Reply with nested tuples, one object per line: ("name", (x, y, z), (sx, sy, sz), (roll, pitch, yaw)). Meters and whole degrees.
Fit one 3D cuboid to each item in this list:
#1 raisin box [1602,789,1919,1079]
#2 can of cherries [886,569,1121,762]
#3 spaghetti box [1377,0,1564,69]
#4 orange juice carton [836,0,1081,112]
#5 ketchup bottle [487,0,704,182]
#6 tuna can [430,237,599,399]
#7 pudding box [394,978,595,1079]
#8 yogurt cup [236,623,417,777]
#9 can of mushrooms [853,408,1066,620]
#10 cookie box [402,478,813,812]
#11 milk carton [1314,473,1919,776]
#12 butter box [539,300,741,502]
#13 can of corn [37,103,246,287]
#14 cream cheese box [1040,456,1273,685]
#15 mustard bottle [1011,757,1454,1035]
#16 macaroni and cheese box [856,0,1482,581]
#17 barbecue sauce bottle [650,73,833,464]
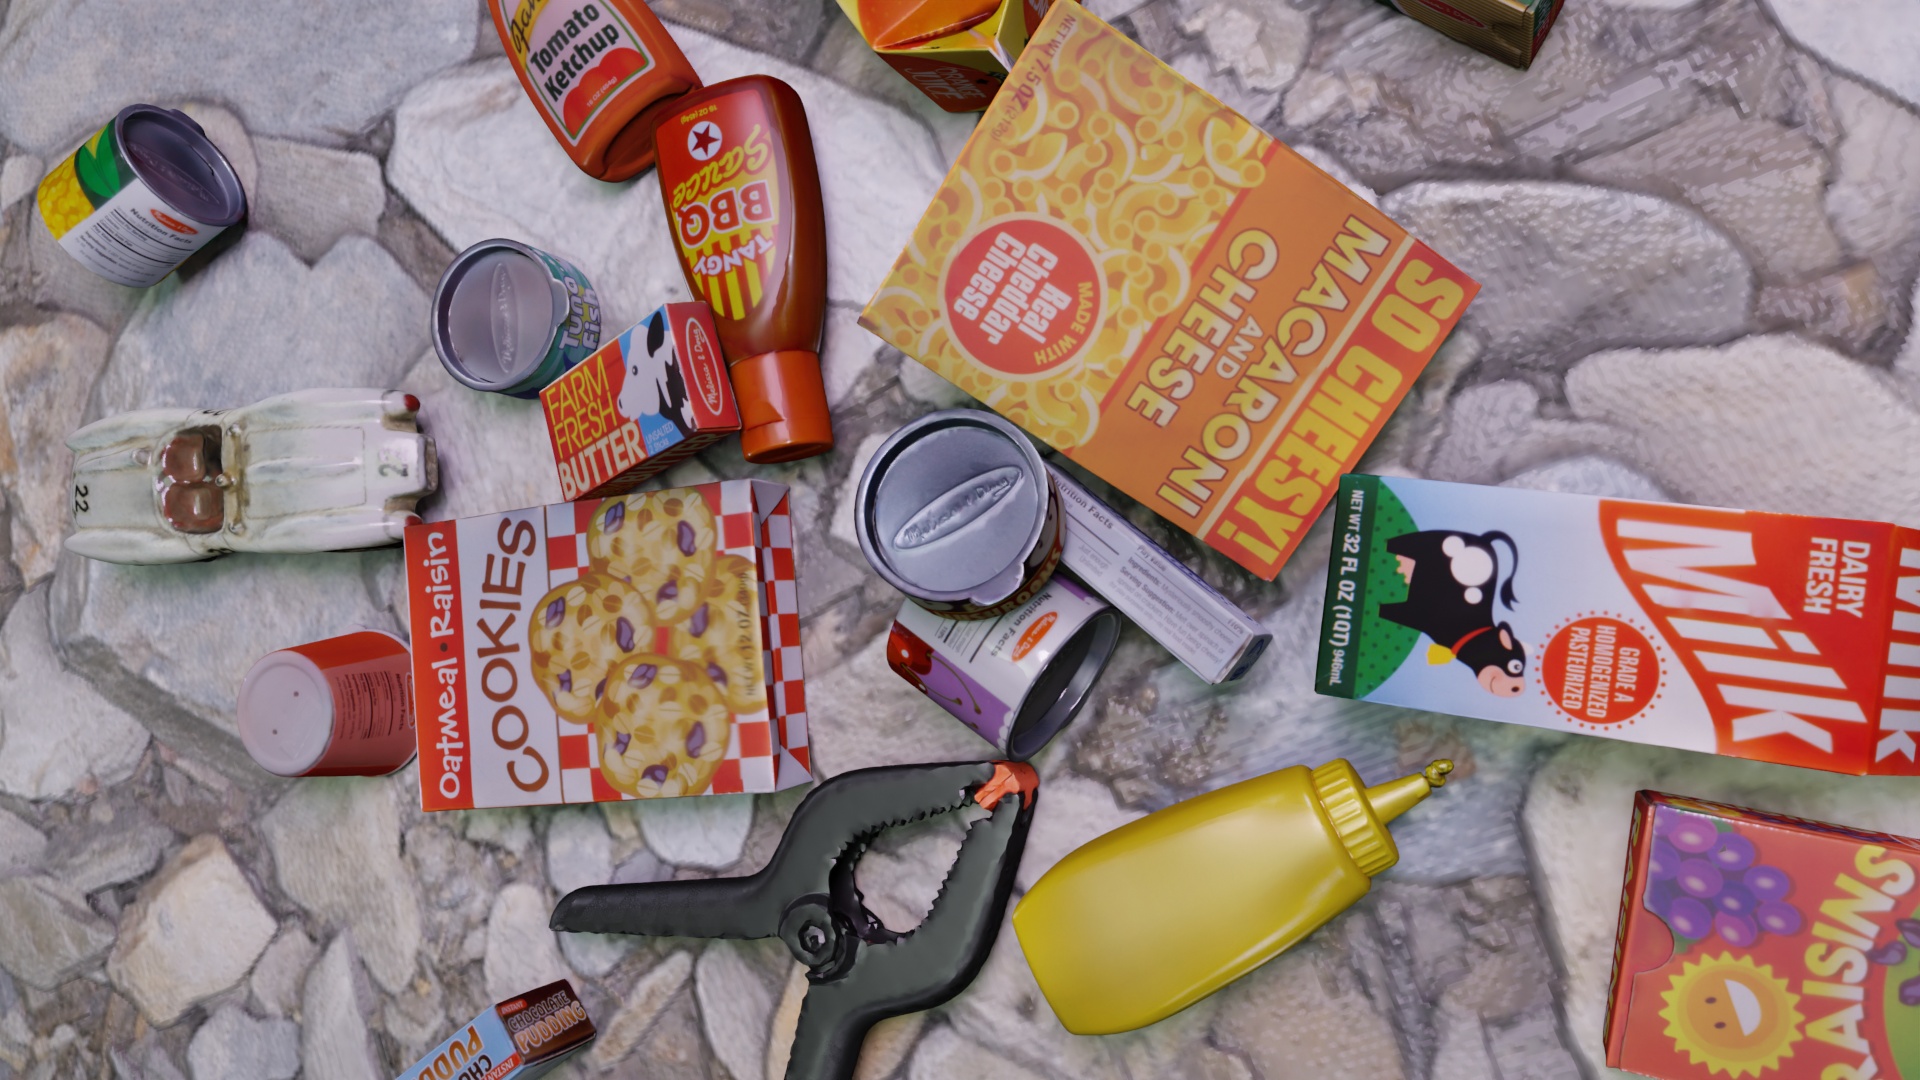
("raisin box", (0.268, 0.131, 0.423), (0.123, 0.040, 0.086), (8, 91, 21))
("can of cherries", (0.016, 0.038, 0.505), (0.058, 0.071, 0.071), (34, 99, 22))
("spaghetti box", (0.097, -0.242, 0.497), (0.250, 0.050, 0.028), (34, 97, 18))
("orange juice carton", (-0.021, -0.236, 0.528), (0.073, 0.072, 0.193), (-37, 76, 15))
("ketchup bottle", (-0.172, -0.227, 0.597), (0.064, 0.043, 0.149), (-39, 75, 14))
("tuna can", (-0.190, -0.096, 0.602), (0.071, 0.033, 0.071), (-1, 87, 20))
("pudding box", (-0.202, 0.223, 0.582), (0.083, 0.050, 0.030), (-39, 74, 14))
("yogurt cup", (-0.278, 0.074, 0.615), (0.072, 0.054, 0.072), (-1, 88, 20))
("can of mushrooms", (0.002, -0.006, 0.465), (0.071, 0.033, 0.071), (-5, 72, 15))
("cookie box", (-0.149, 0.046, 0.578), (0.167, 0.040, 0.123), (-7, 85, 18))
("milk carton", (0.213, 0.025, 0.430), (0.190, 0.073, 0.072), (8, 90, 20))
("butter box", (-0.132, -0.054, 0.563), (0.103, 0.024, 0.053), (-22, 81, 43))
("can of corn", (-0.389, -0.164, 0.661), (0.058, 0.071, 0.071), (-30, 78, 17))
("cream cheese box", (0.062, 0.010, 0.496), (0.104, 0.053, 0.024), (40, 99, 17))
("mustard bottle", (0.098, 0.115, 0.480), (0.160, 0.049, 0.065), (-30, 79, 15))
("macaroni and cheese box", (0.068, -0.082, 0.471), (0.166, 0.040, 0.123), (32, 101, -7))
("barbecue sauce bottle", (-0.082, -0.106, 0.558), (0.065, 0.044, 0.148), (-14, 83, 22))
